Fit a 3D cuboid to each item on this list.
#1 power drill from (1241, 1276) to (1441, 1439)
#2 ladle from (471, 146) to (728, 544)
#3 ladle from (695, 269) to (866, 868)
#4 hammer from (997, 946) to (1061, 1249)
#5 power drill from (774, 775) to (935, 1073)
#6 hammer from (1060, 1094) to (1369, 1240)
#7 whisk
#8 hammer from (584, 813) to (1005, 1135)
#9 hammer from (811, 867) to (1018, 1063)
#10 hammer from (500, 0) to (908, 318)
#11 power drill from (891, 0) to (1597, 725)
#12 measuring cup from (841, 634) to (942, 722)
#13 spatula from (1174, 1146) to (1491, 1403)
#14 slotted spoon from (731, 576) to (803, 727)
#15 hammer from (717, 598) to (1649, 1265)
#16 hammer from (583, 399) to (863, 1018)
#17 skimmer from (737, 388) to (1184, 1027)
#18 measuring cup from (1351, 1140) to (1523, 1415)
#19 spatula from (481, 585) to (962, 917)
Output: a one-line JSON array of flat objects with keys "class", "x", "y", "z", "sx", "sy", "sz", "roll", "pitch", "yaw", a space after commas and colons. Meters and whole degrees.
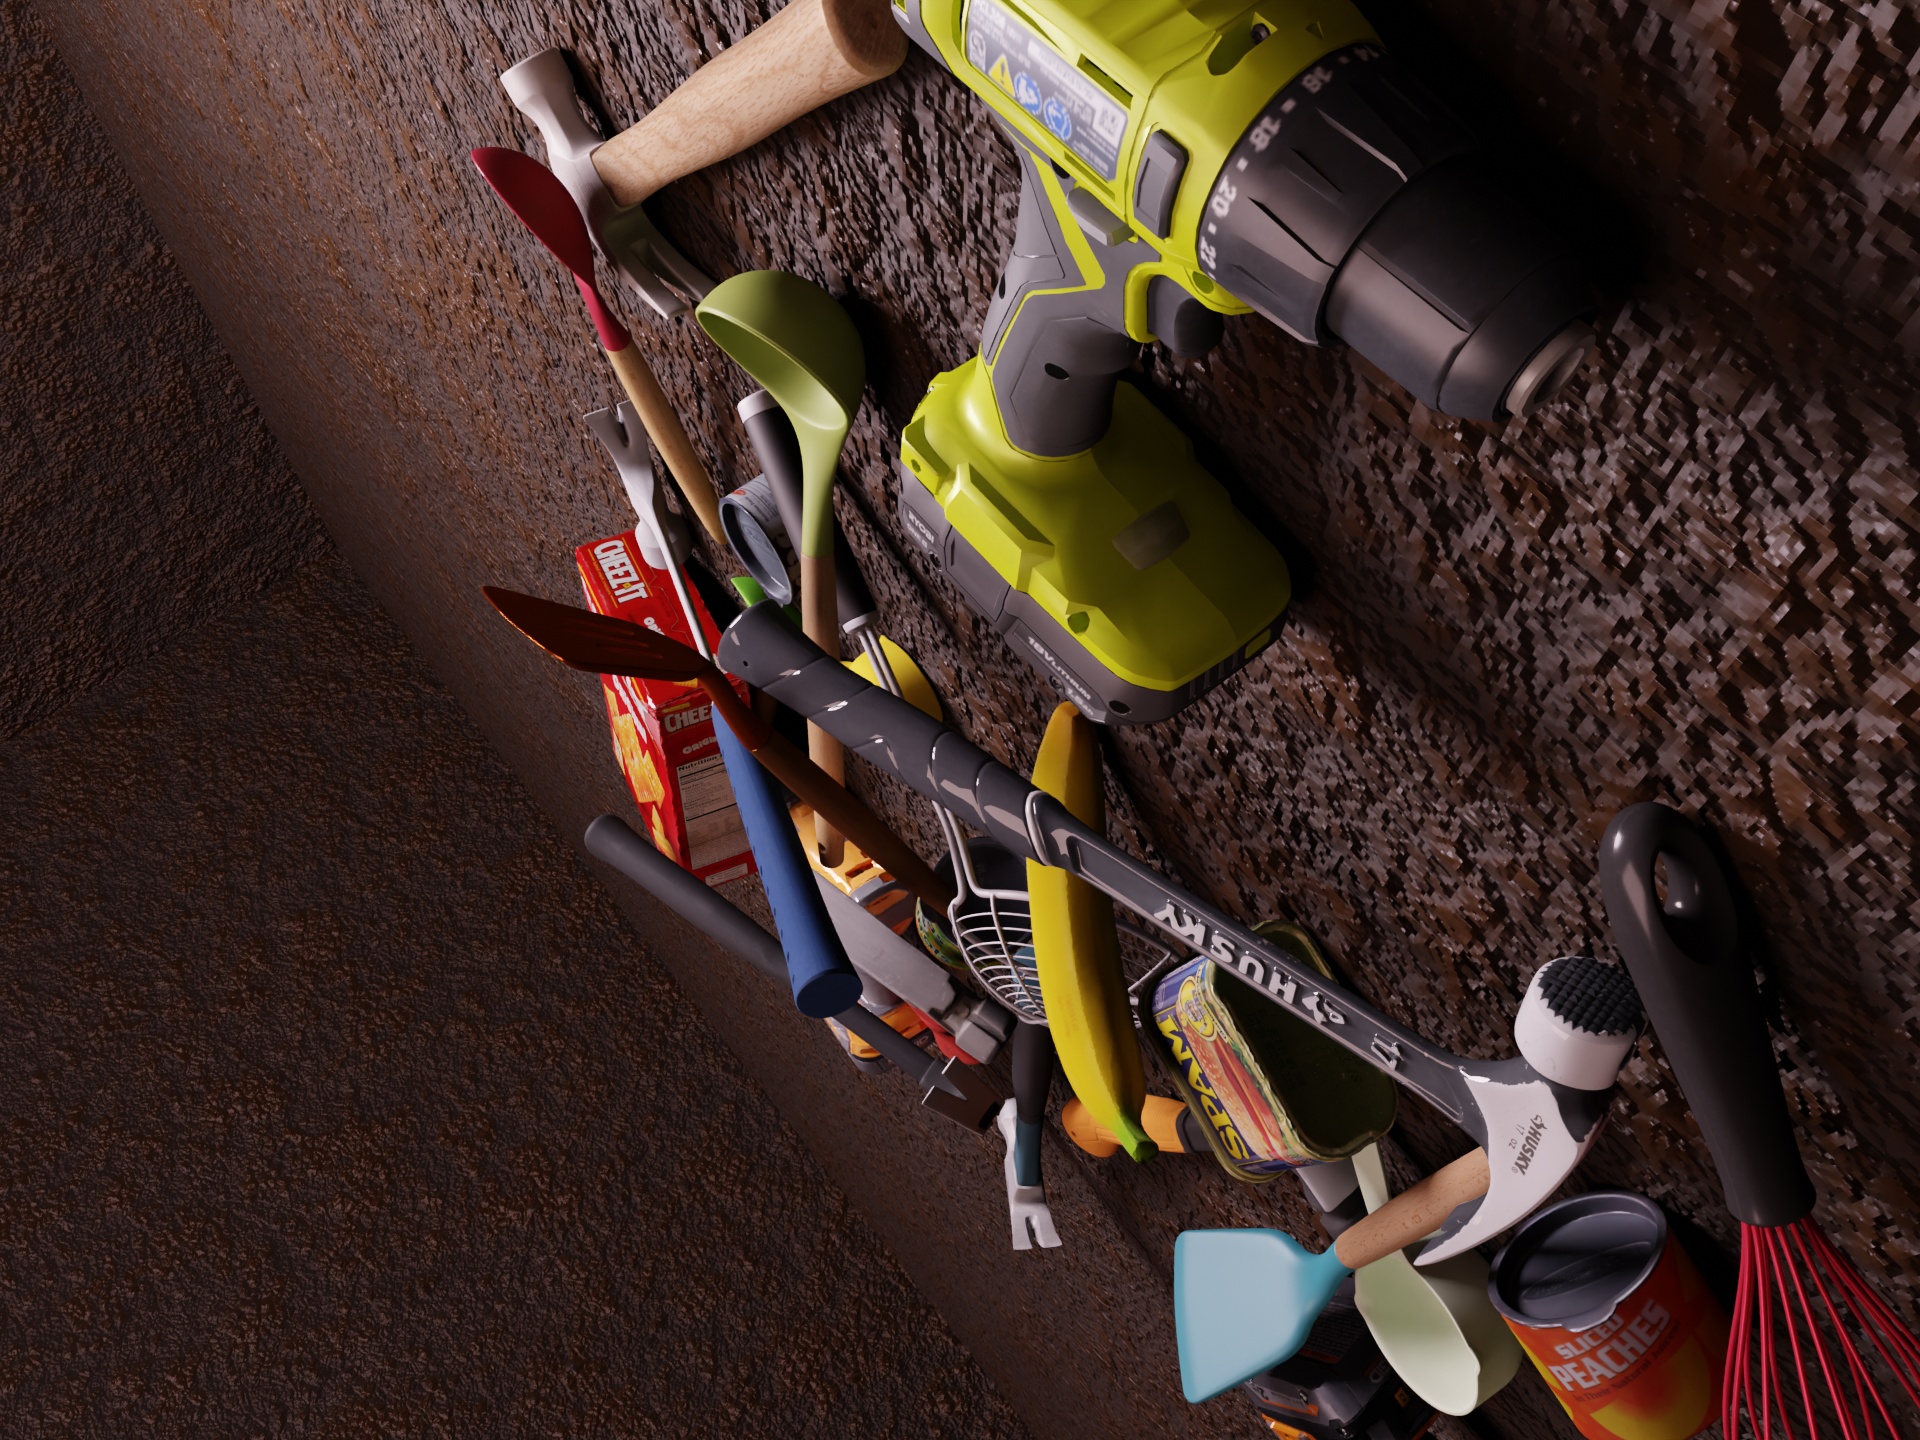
[{"class": "power drill", "x": 0.255, "y": 0.389, "z": 0.788, "sx": 0.226, "sy": 0.084, "sz": 0.164, "roll": 50, "pitch": 159, "yaw": 0}, {"class": "ladle", "x": -0.171, "y": -0.181, "z": 0.834, "sx": 0.069, "sy": 0.031, "sz": 0.315, "roll": 56, "pitch": 174, "yaw": 28}, {"class": "ladle", "x": -0.074, "y": -0.051, "z": 0.729, "sx": 0.078, "sy": 0.062, "sz": 0.319, "roll": 31, "pitch": 136, "yaw": 35}, {"class": "hammer", "x": 0.046, "y": 0.247, "z": 1.053, "sx": 0.330, "sy": 0.033, "sz": 0.128, "roll": 89, "pitch": 175, "yaw": -51}, {"class": "power drill", "x": -0.092, "y": 0.134, "z": 1.173, "sx": 0.186, "sy": 0.084, "sz": 0.226, "roll": 47, "pitch": 157, "yaw": 38}, {"class": "hammer", "x": 0.117, "y": 0.223, "z": 0.894, "sx": 0.127, "sy": 0.034, "sz": 0.337, "roll": 53, "pitch": 161, "yaw": 1}, {"class": "whisk", "x": 0.237, "y": 0.153, "z": 0.454, "sx": 0.073, "sy": 0.073, "sz": 0.295, "roll": 9, "pitch": 127, "yaw": 64}, {"class": "hammer", "x": -0.116, "y": 0.164, "z": 1.055, "sx": 0.335, "sy": 0.035, "sz": 0.146, "roll": 34, "pitch": 169, "yaw": 13}, {"class": "hammer", "x": -0.024, "y": 0.179, "z": 1.024, "sx": 0.149, "sy": 0.037, "sz": 0.358, "roll": 34, "pitch": 169, "yaw": 13}, {"class": "hammer", "x": -0.104, "y": -0.235, "z": 0.634, "sx": 0.331, "sy": 0.031, "sz": 0.130, "roll": 16, "pitch": 137, "yaw": 61}, {"class": "power drill", "x": 0.056, "y": -0.097, "z": 0.427, "sx": 0.191, "sy": 0.080, "sz": 0.228, "roll": 47, "pitch": 157, "yaw": 20}, {"class": "measuring cup", "x": -0.060, "y": -0.016, "z": 0.906, "sx": 0.062, "sy": 0.029, "sz": 0.156, "roll": 60, "pitch": 159, "yaw": -18}, {"class": "spatula", "x": 0.167, "y": 0.219, "z": 0.674, "sx": 0.317, "sy": 0.044, "sz": 0.082, "roll": 114, "pitch": 161, "yaw": -54}, {"class": "slotted spoon", "x": -0.131, "y": -0.027, "z": 1.066, "sx": 0.070, "sy": 0.031, "sz": 0.313, "roll": 52, "pitch": 163, "yaw": 7}, {"class": "hammer", "x": 0.050, "y": 0.055, "z": 0.618, "sx": 0.409, "sy": 0.036, "sz": 0.149, "roll": 31, "pitch": 137, "yaw": 30}, {"class": "hammer", "x": -0.136, "y": -0.017, "z": 0.887, "sx": 0.143, "sy": 0.035, "sz": 0.406, "roll": 78, "pitch": 169, "yaw": -53}, {"class": "skimmer", "x": -0.001, "y": -0.003, "z": 0.791, "sx": 0.127, "sy": 0.090, "sz": 0.363, "roll": -23, "pitch": 92, "yaw": 57}, {"class": "measuring cup", "x": 0.202, "y": 0.220, "z": 0.703, "sx": 0.083, "sy": 0.038, "sz": 0.167, "roll": -5, "pitch": 103, "yaw": 67}, {"class": "spatula", "x": -0.086, "y": 0.026, "z": 0.736, "sx": 0.081, "sy": 0.041, "sz": 0.322, "roll": 34, "pitch": 172, "yaw": 43}]
